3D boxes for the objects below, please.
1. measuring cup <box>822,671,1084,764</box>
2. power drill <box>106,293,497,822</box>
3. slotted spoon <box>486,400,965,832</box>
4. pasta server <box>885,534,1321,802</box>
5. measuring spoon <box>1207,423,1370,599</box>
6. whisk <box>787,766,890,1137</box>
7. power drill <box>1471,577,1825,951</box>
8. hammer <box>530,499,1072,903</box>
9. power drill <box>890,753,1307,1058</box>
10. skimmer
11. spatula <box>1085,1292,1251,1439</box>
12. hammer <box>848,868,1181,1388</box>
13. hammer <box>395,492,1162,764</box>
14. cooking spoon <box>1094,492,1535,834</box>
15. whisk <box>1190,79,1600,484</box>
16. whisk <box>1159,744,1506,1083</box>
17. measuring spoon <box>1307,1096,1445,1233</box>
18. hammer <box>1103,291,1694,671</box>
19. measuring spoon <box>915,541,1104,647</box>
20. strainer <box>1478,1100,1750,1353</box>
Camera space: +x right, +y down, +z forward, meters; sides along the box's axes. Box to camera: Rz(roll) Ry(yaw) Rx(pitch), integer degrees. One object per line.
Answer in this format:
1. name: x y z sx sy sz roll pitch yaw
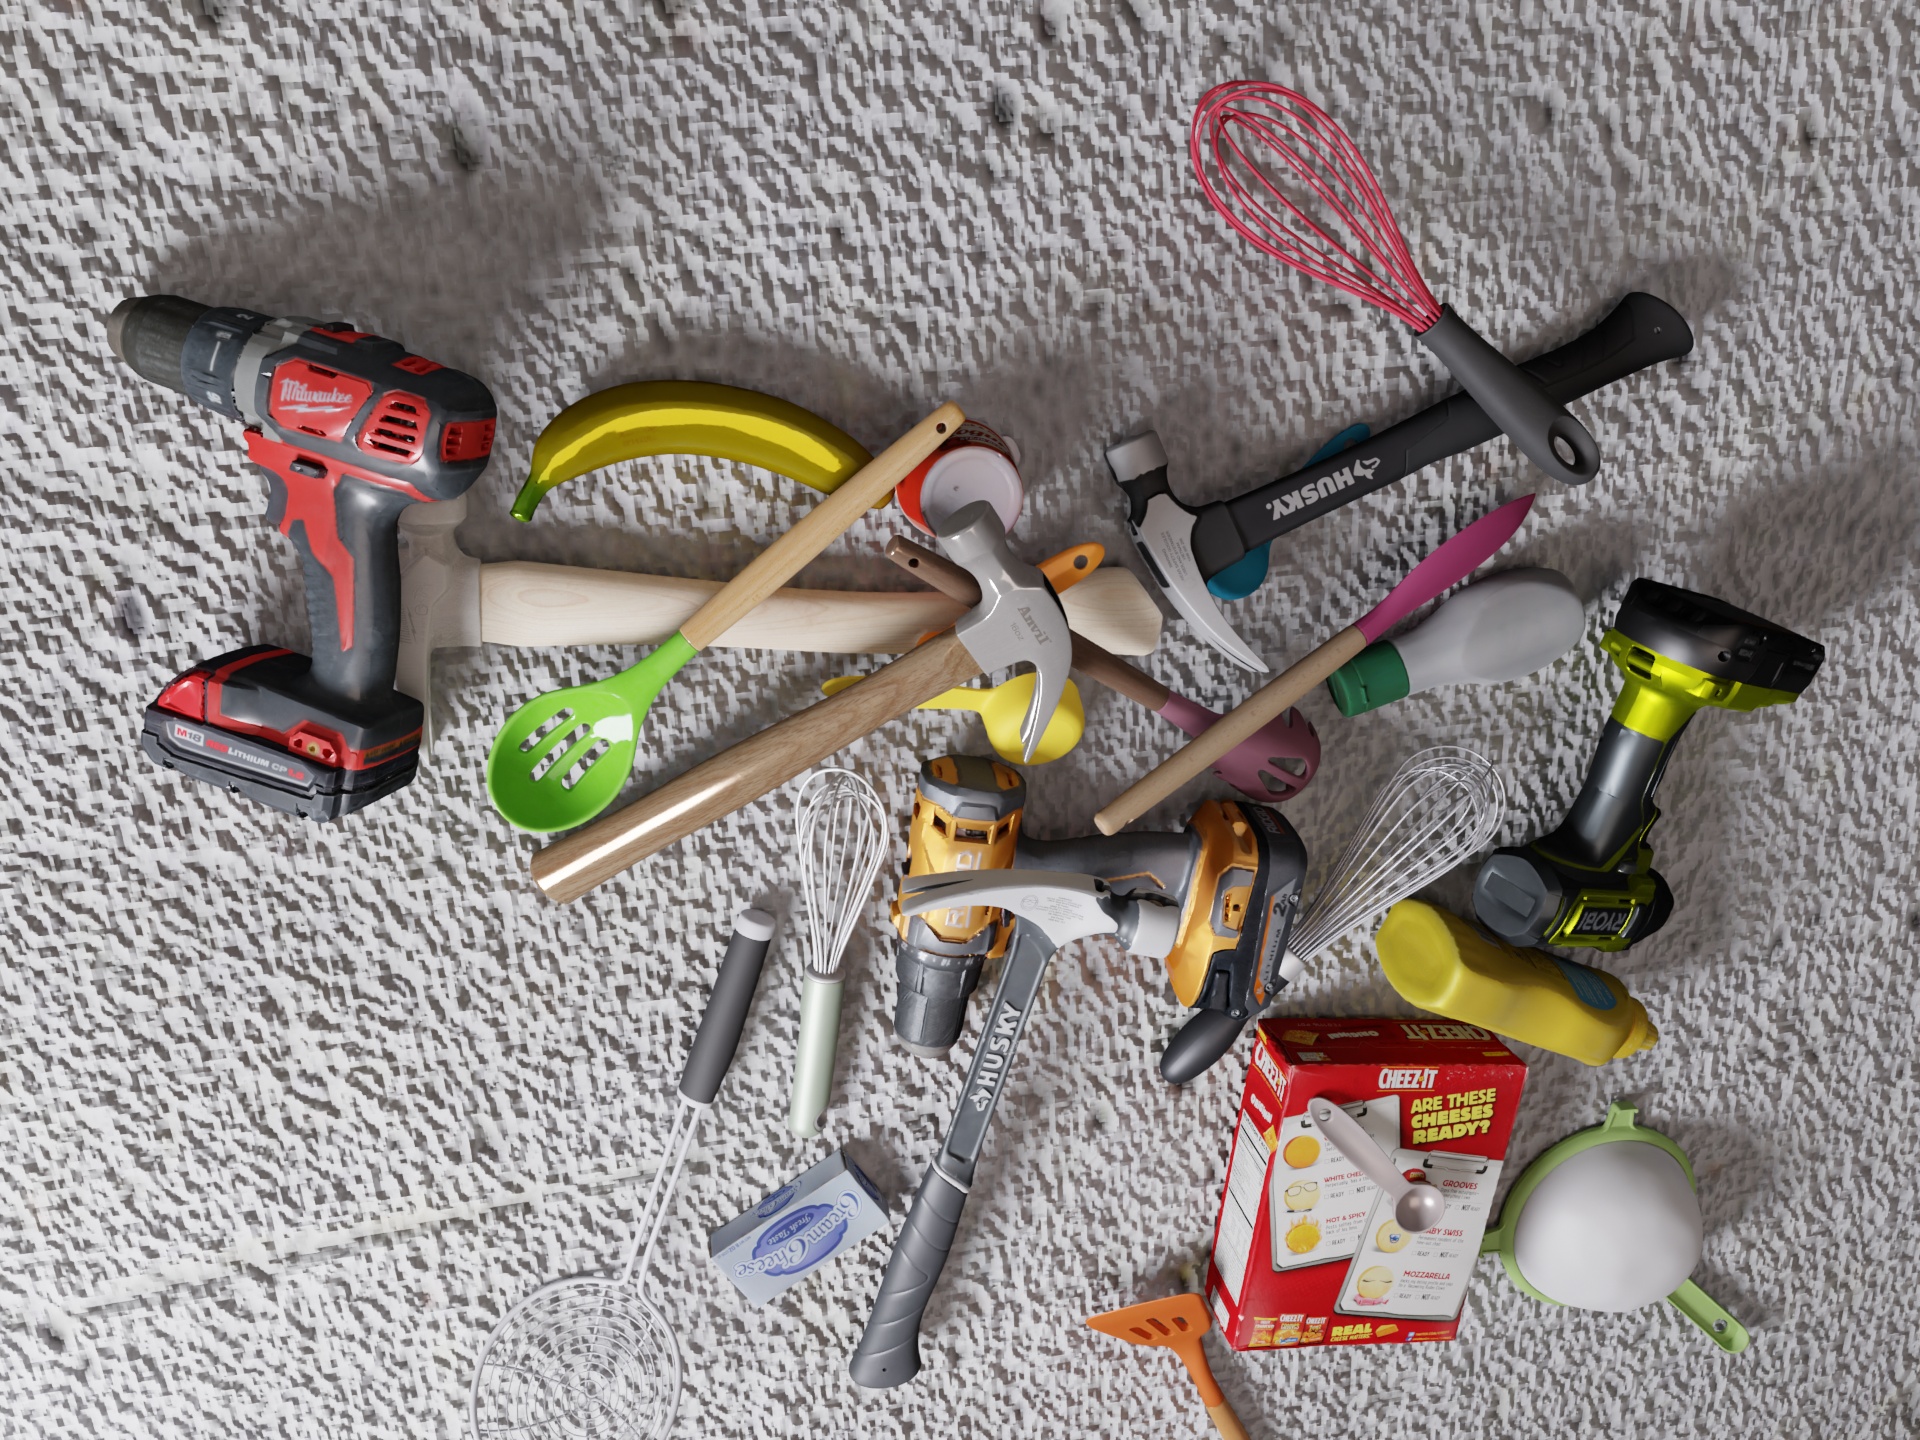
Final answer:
1. measuring cup: -0.001 -0.003 0.875 0.156 0.029 0.062 5 138 -27
2. power drill: -0.330 -0.084 0.765 0.188 0.080 0.226 19 108 8
3. slotted spoon: -0.119 -0.057 0.819 0.314 0.031 0.070 -40 115 4
4. pasta server: 0.088 -0.027 0.880 0.316 0.040 0.060 28 109 -27
5. measuring spoon: 0.187 -0.118 0.899 0.042 0.021 0.128 41 97 -21
6. whisk: -0.079 0.140 0.931 0.059 0.058 0.246 16 112 19
7. power drill: 0.418 0.036 0.964 0.171 0.080 0.223 7 113 -37
8. hammer: -0.090 0.016 0.842 0.331 0.031 0.130 -29 117 17
9. power drill: 0.071 0.122 0.935 0.226 0.084 0.185 7 110 -10
10. skimmer: -0.187 0.283 0.933 0.127 0.090 0.363 24 103 14
11. spatula: 0.186 0.498 1.112 0.081 0.041 0.322 -20 115 17
12. hammer: -0.005 0.254 0.942 0.149 0.036 0.408 13 118 -9
13. hammer: -0.092 -0.047 0.862 0.410 0.038 0.146 1 111 -12
14. cooking spoon: 0.203 -0.033 0.887 0.319 0.068 0.017 -35 71 -11
15. whisk: 0.234 -0.223 0.833 0.295 0.073 0.073 39 98 -14
16. whisk: 0.224 0.125 0.982 0.070 0.070 0.284 38 104 -21
17. measuring spoon: 0.254 0.271 0.985 0.034 0.018 0.124 -44 104 2
18. hammer: 0.256 -0.149 0.884 0.335 0.035 0.146 -25 96 -5
19. measuring spoon: 0.028 -0.062 0.855 0.117 0.011 0.021 -31 115 2
20. strainer: 0.494 0.394 1.121 0.256 0.069 0.151 41 97 -20
